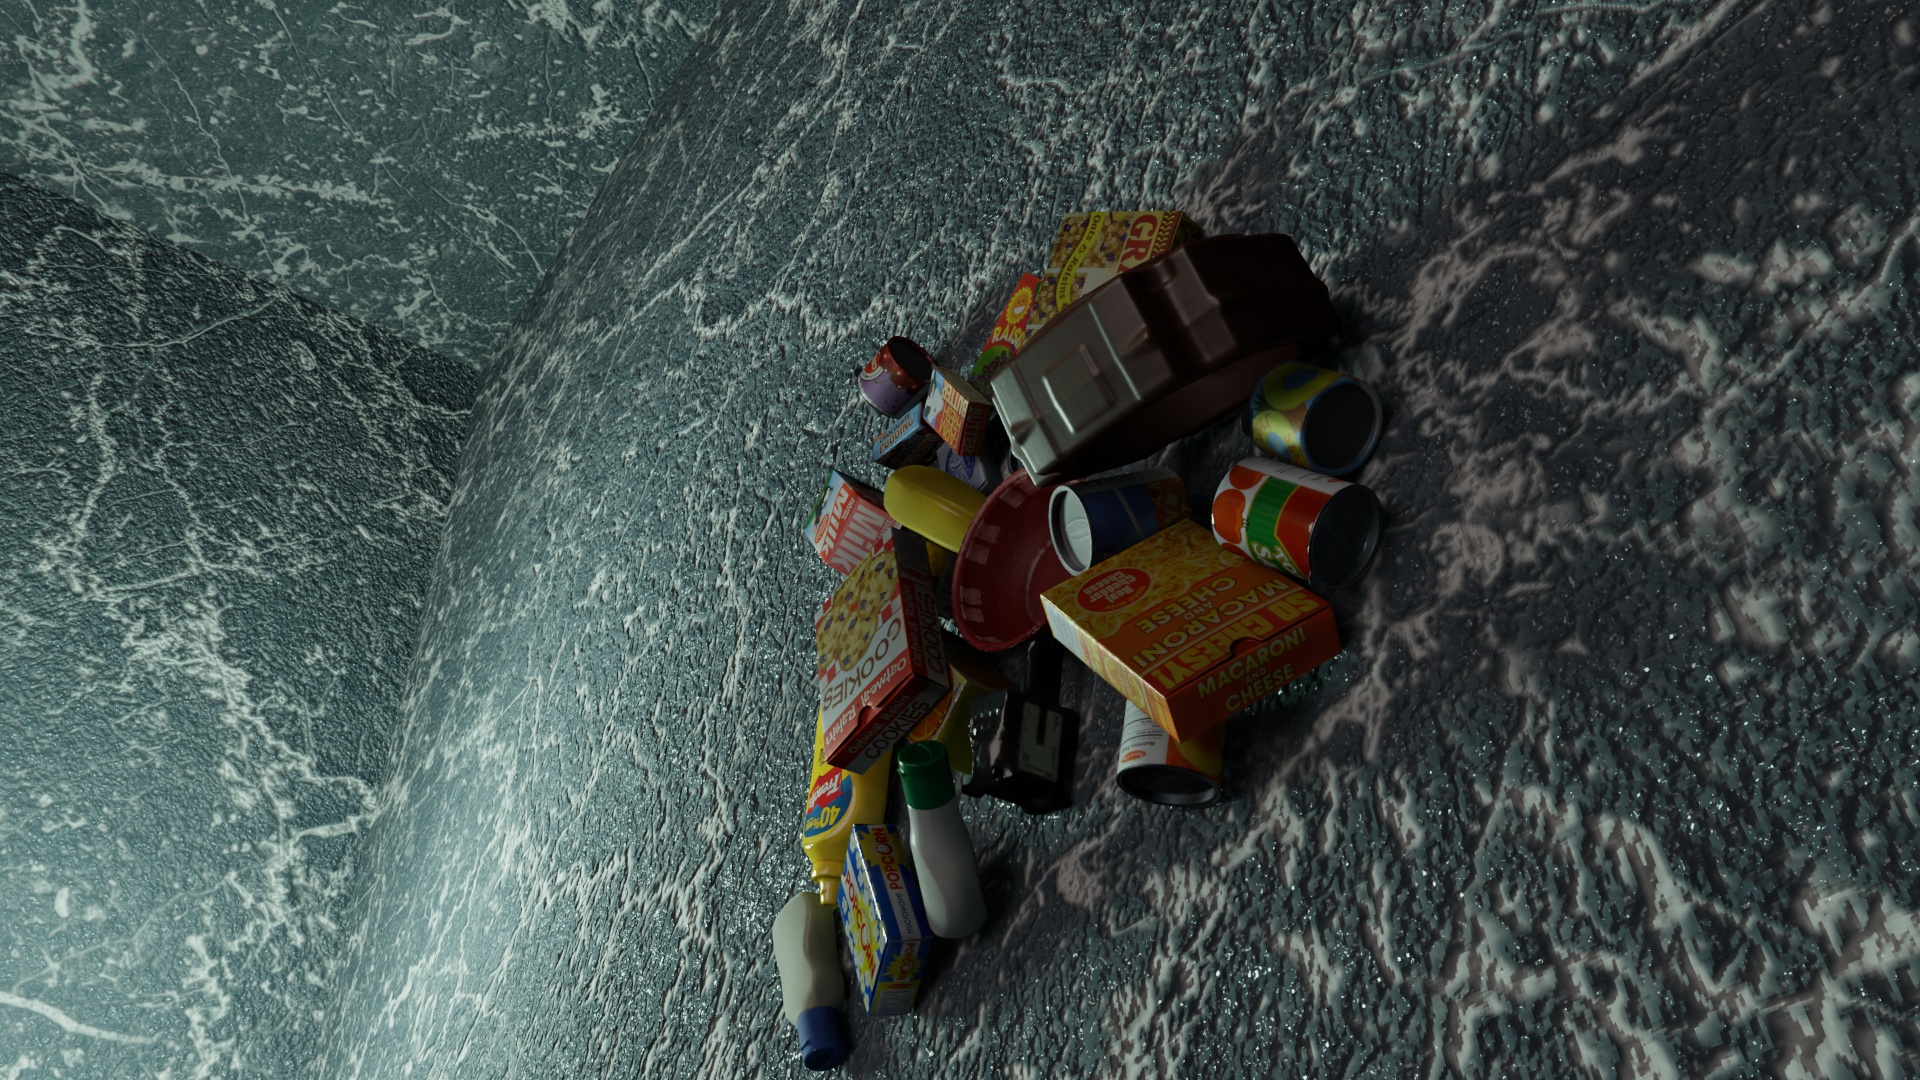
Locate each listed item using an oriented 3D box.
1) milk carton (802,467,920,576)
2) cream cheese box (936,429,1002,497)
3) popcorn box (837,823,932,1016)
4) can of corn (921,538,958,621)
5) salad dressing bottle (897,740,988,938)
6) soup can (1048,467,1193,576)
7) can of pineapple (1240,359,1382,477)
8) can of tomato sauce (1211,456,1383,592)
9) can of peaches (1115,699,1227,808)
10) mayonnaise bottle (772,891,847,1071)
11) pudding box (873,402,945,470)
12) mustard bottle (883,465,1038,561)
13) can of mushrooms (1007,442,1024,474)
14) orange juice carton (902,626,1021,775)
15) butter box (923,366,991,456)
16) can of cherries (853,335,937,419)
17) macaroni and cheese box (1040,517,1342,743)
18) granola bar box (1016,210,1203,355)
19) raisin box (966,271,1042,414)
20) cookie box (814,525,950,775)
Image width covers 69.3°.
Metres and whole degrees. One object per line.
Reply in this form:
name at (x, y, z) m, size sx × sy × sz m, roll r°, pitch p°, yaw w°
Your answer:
milk carton at (-0.091, -0.008, 1.326) m, size 0.072 × 0.073 × 0.191 m, roll -63°, pitch 19°, yaw 6°
cream cheese box at (0.008, -0.066, 1.287) m, size 0.053 × 0.024 × 0.104 m, roll -49°, pitch 34°, yaw 28°
popcorn box at (-0.062, 0.298, 1.099) m, size 0.127 × 0.038 × 0.084 m, roll -117°, pitch 34°, yaw -54°
can of corn at (-0.033, 0.033, 1.237) m, size 0.071 × 0.071 × 0.058 m, roll 11°, pitch 78°, yaw 60°
salad dressing bottle at (-0.015, 0.219, 1.018) m, size 0.064 × 0.044 × 0.147 m, roll -144°, pitch 40°, yaw -63°
soup can at (0.116, -0.012, 0.998) m, size 0.071 × 0.084 × 0.071 m, roll 170°, pitch 89°, yaw -69°
can of pineapple at (0.227, -0.078, 0.897) m, size 0.071 × 0.071 × 0.058 m, roll -64°, pitch 30°, yaw 5°
can of tomato sauce at (0.208, -0.011, 0.867) m, size 0.083 × 0.071 × 0.071 m, roll 24°, pitch 90°, yaw 51°
can of peaches at (0.138, 0.133, 0.893) m, size 0.071 × 0.071 × 0.058 m, roll -28°, pitch 41°, yaw 48°
mayonnaise bottle at (-0.125, 0.373, 1.174) m, size 0.064 × 0.041 × 0.149 m, roll -53°, pitch 33°, yaw 25°
pudding box at (-0.044, -0.099, 1.371) m, size 0.083 × 0.049 × 0.030 m, roll -33°, pitch 45°, yaw 44°
mustard bottle at (0.004, -0.015, 1.203) m, size 0.160 × 0.065 × 0.048 m, roll 32°, pitch 121°, yaw 35°
can of mushrooms at (0.073, -0.076, 1.182) m, size 0.070 × 0.033 × 0.071 m, roll -37°, pitch 40°, yaw 40°
orange juice carton at (-0.019, 0.121, 1.150) m, size 0.071 × 0.073 × 0.193 m, roll -63°, pitch 29°, yaw 6°
butter box at (-0.004, -0.119, 1.281) m, size 0.104 × 0.024 × 0.053 m, roll -129°, pitch 47°, yaw -58°
can of cherries at (-0.067, -0.171, 1.437) m, size 0.058 × 0.071 × 0.072 m, roll -44°, pitch 36°, yaw 34°
macaroni and cheese box at (0.144, 0.052, 0.899) m, size 0.124 × 0.040 × 0.167 m, roll -27°, pitch 28°, yaw -13°
granola bar box at (0.118, -0.193, 1.155) m, size 0.124 × 0.039 × 0.166 m, roll 11°, pitch 78°, yaw 43°
raisin box at (0.061, -0.175, 1.267) m, size 0.123 × 0.040 × 0.086 m, roll -62°, pitch 29°, yaw 10°
cookie box at (-0.069, 0.088, 1.135) m, size 0.122 × 0.040 × 0.168 m, roll -48°, pitch 33°, yaw 30°
